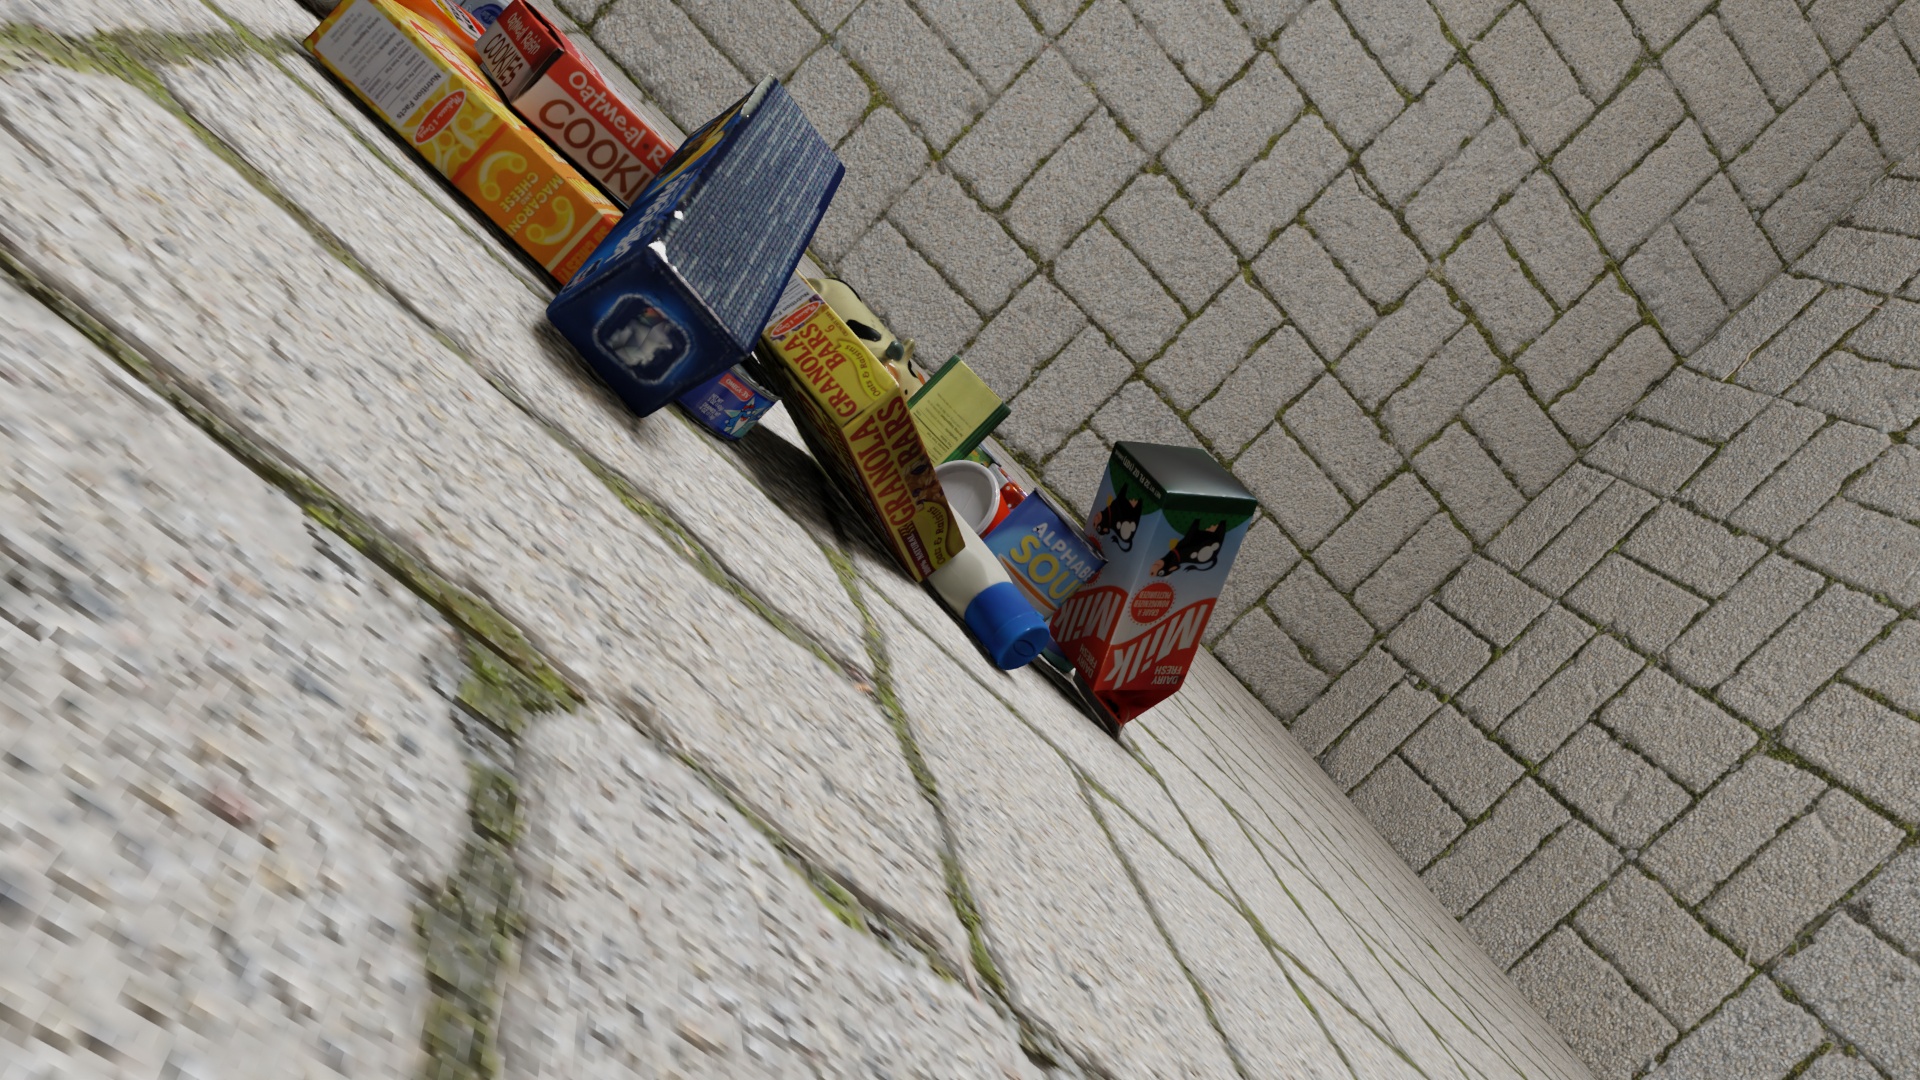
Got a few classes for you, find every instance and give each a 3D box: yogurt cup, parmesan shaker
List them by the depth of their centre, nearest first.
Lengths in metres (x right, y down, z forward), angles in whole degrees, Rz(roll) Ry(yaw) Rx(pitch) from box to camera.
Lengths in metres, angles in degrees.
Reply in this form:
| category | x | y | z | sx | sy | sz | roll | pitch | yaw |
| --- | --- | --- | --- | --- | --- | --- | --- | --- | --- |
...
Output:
| category | x | y | z | sx | sy | sz | roll | pitch | yaw |
| --- | --- | --- | --- | --- | --- | --- | --- | --- | --- |
| yogurt cup | 0.003 | -0.012 | 0.928 | 0.072 | 0.072 | 0.053 | 50 | -1 | 39 |
| parmesan shaker | -0.016 | -0.087 | 1.101 | 0.071 | 0.103 | 0.071 | 45 | 5 | -5 |

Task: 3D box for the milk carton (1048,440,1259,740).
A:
| category | x | y | z | sx | sy | sz | roll | pitch | yaw |
| --- | --- | --- | --- | --- | --- | --- | --- | --- | --- |
| milk carton | 0.118 | 0.036 | 0.920 | 0.073 | 0.189 | 0.072 | 3 | 30 | -27 |

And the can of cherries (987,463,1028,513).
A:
| category | x | y | z | sx | sy | sz | roll | pitch | yaw |
| --- | --- | --- | --- | --- | --- | --- | --- | --- | --- |
| can of cherries | 0.033 | -0.024 | 1.227 | 0.071 | 0.058 | 0.071 | 45 | 6 | -6 |

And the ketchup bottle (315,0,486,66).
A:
| category | x | y | z | sx | sy | sz | roll | pitch | yaw |
| --- | --- | --- | --- | --- | --- | --- | --- | --- | --- |
| ketchup bottle | -0.307 | -0.287 | 0.751 | 0.065 | 0.043 | 0.149 | 44 | 6 | 3 |

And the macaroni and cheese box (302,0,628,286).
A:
| category | x | y | z | sx | sy | sz | roll | pitch | yaw |
| --- | --- | --- | --- | --- | --- | --- | --- | --- | --- |
| macaroni and cheese box | -0.217 | -0.182 | 0.669 | 0.166 | 0.040 | 0.124 | 44 | 5 | -12 |

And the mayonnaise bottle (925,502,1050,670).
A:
| category | x | y | z | sx | sy | sz | roll | pitch | yaw |
| --- | --- | --- | --- | --- | --- | --- | --- | --- | --- |
| mayonnaise bottle | -0.003 | 0.013 | 0.823 | 0.148 | 0.041 | 0.064 | 51 | 6 | 33 |

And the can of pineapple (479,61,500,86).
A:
| category | x | y | z | sx | sy | sz | roll | pitch | yaw |
| --- | --- | --- | --- | --- | --- | --- | --- | --- | --- |
| can of pineapple | -0.249 | -0.246 | 0.797 | 0.071 | 0.058 | 0.071 | 45 | 6 | -6 |

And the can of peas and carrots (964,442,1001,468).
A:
| category | x | y | z | sx | sy | sz | roll | pitch | yaw |
| --- | --- | --- | --- | --- | --- | --- | --- | --- | --- |
| can of peas and carrots | -0.005 | -0.075 | 1.305 | 0.071 | 0.058 | 0.071 | 45 | 6 | -6 |

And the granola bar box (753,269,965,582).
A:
| category | x | y | z | sx | sy | sz | roll | pitch | yaw |
| --- | --- | --- | --- | --- | --- | --- | --- | --- | --- |
| granola bar box | -0.061 | -0.064 | 0.745 | 0.124 | 0.039 | 0.165 | 50 | -9 | 29 |

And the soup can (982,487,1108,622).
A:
| category | x | y | z | sx | sy | sz | roll | pitch | yaw |
| --- | --- | --- | --- | --- | --- | --- | --- | --- | --- |
| soup can | 0.042 | 0.019 | 0.875 | 0.071 | 0.083 | 0.071 | 45 | 6 | -6 |

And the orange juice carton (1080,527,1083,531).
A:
| category | x | y | z | sx | sy | sz | roll | pitch | yaw |
| --- | --- | --- | --- | --- | --- | --- | --- | --- | --- |
| orange juice carton | 0.098 | 0.038 | 1.191 | 0.073 | 0.072 | 0.193 | 44 | 6 | -16 |

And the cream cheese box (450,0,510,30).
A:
| category | x | y | z | sx | sy | sz | roll | pitch | yaw |
| --- | --- | --- | --- | --- | --- | --- | --- | --- | --- |
| cream cheese box | -0.339 | -0.358 | 0.954 | 0.024 | 0.053 | 0.104 | 43 | 6 | -8 |

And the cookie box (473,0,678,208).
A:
| category | x | y | z | sx | sy | sz | roll | pitch | yaw |
| --- | --- | --- | --- | --- | --- | --- | --- | --- | --- |
| cookie box | -0.172 | -0.204 | 0.738 | 0.167 | 0.040 | 0.123 | 41 | 5 | -40 |

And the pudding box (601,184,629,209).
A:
| category | x | y | z | sx | sy | sz | roll | pitch | yaw |
| --- | --- | --- | --- | --- | --- | --- | --- | --- | --- |
| pudding box | -0.211 | -0.197 | 0.862 | 0.083 | 0.030 | 0.050 | 40 | 9 | -44 |

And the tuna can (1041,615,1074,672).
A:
| category | x | y | z | sx | sy | sz | roll | pitch | yaw |
| --- | --- | --- | --- | --- | --- | --- | --- | --- | --- |
| tuna can | 0.068 | 0.063 | 1.005 | 0.071 | 0.033 | 0.071 | 45 | 6 | -6 |
